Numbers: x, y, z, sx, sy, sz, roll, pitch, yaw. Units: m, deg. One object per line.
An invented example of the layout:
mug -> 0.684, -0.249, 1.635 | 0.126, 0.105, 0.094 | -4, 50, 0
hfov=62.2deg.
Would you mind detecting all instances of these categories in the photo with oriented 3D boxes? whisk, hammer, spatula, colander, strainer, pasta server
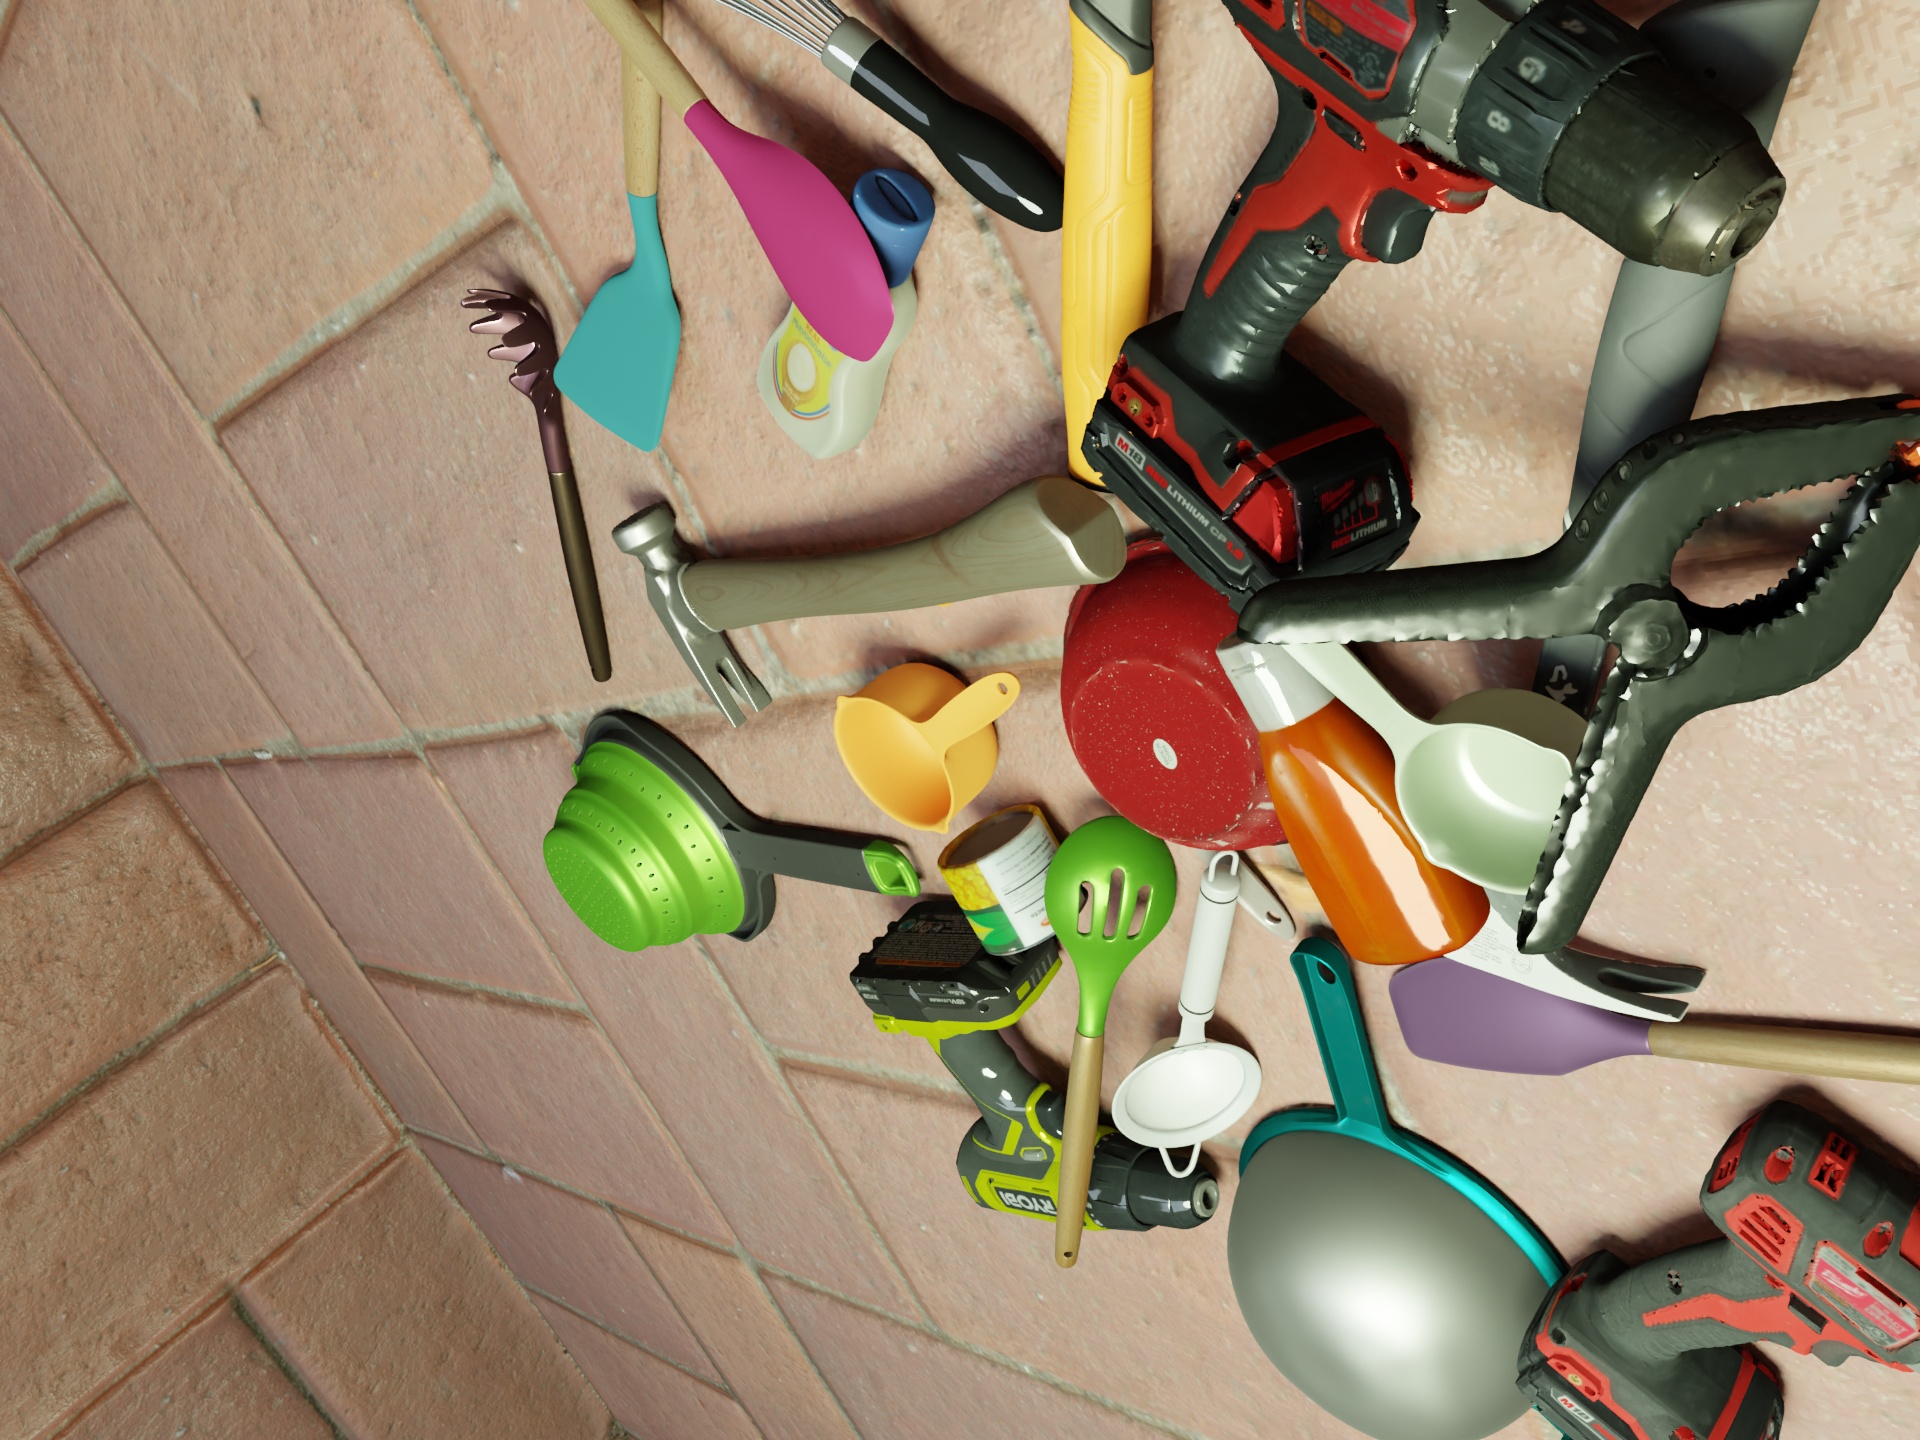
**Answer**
whisk -> -0.068, -0.288, 0.637 | 0.284, 0.070, 0.070 | 38, 145, 0
hammer -> 0.227, -0.046, 0.561 | 0.149, 0.036, 0.408 | 26, 139, 30
spatula -> 0.308, 0.130, 0.649 | 0.316, 0.018, 0.059 | -5, 107, 51
hammer -> 0.046, -0.225, 0.570 | 0.127, 0.034, 0.336 | 8, 136, 13
colander -> -0.186, 0.106, 1.120 | 0.397, 0.094, 0.204 | 4, 125, 47
strainer -> 0.202, 0.268, 0.834 | 0.211, 0.095, 0.340 | 10, 131, 44
spatula -> -0.162, -0.277, 0.774 | 0.082, 0.044, 0.317 | 37, 143, 20
strainer -> 0.126, 0.154, 0.847 | 0.050, 0.087, 0.258 | -106, 13, -45
pasta server -> -0.261, -0.139, 1.025 | 0.060, 0.040, 0.316 | 42, 148, 33
hammer -> -0.055, -0.064, 0.832 | 0.411, 0.038, 0.146 | 0, 124, 55

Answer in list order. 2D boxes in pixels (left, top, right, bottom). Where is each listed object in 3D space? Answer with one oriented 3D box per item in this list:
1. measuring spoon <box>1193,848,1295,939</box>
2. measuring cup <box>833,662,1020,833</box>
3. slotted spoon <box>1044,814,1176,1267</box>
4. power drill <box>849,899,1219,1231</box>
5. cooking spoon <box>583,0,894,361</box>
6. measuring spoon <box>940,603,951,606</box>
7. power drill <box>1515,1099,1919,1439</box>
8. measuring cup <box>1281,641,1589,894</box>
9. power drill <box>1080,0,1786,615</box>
measuring spoon -> 0.129, 0.061, 0.796 | 0.124, 0.018, 0.034 | 49, 139, -10
measuring cup -> -0.001, -0.003, 0.847 | 0.095, 0.052, 0.173 | 52, 144, -3
slotted spoon -> 0.073, 0.193, 0.890 | 0.070, 0.031, 0.313 | 2, 119, -2
power drill -> 0.046, 0.225, 0.989 | 0.190, 0.080, 0.228 | -6, 120, 46
cooking spoon -> -0.132, -0.288, 0.703 | 0.319, 0.017, 0.068 | 52, 146, 5
measuring spoon -> 0.013, -0.080, 0.791 | 0.021, 0.011, 0.117 | 54, 146, -7
power drill -> 0.350, 0.264, 0.684 | 0.143, 0.078, 0.219 | 38, 141, 16
measuring cup -> 0.172, -0.007, 0.595 | 0.168, 0.038, 0.083 | 44, 144, 9
power drill -> 0.137, -0.137, 0.513 | 0.188, 0.080, 0.226 | 49, 146, 27
